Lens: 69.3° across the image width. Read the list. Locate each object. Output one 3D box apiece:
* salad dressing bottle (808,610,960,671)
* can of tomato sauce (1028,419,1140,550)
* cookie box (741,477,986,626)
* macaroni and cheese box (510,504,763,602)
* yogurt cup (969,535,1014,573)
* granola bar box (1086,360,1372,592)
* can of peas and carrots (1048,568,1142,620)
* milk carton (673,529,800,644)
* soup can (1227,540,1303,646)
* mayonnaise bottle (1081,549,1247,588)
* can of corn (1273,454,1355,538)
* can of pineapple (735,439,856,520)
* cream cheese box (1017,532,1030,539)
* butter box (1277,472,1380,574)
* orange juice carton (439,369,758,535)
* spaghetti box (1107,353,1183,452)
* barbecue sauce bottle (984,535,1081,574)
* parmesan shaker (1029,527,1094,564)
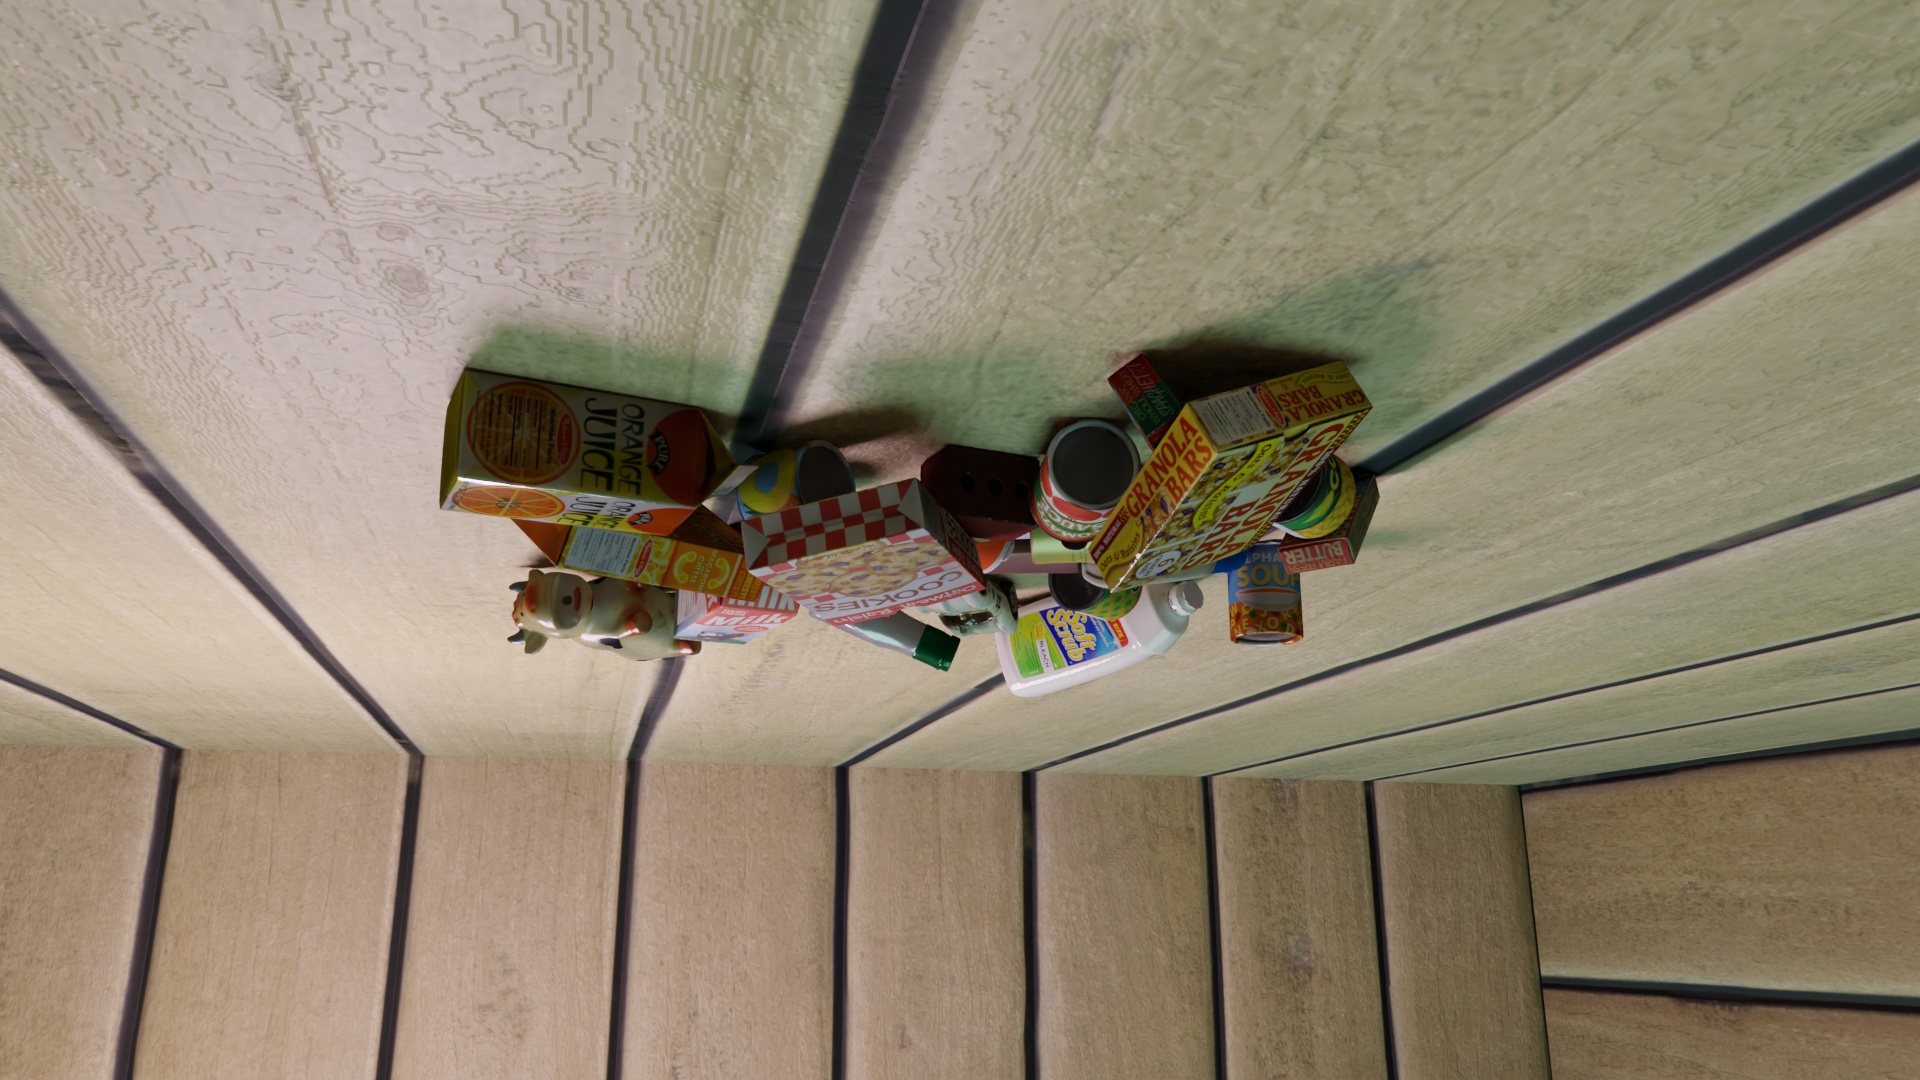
[{"bbox_3d":[-0.073,0.083,1.361,0.148,0.044,0.064,24,180,-1],"label":"salad dressing bottle"},{"bbox_3d":[0.085,-0.038,0.967,0.071,0.071,0.083,1,164,-5],"label":"can of tomato sauce"},{"bbox_3d":[-0.062,0.013,0.973,0.123,0.040,0.167,-14,161,11],"label":"cookie box"},{"bbox_3d":[-0.242,-0.006,1.033,0.166,0.040,0.124,15,-167,-42],"label":"macaroni and cheese box"},{"bbox_3d":[0.004,-0.013,1.075,0.054,0.072,0.072,19,157,-29],"label":"yogurt cup"},{"bbox_3d":[0.166,-0.036,0.874,0.124,0.039,0.164,-17,155,-27],"label":"granola bar box"},{"bbox_3d":[0.123,0.034,1.246,0.071,0.071,0.059,-12,161,36],"label":"can of peas and carrots"},{"bbox_3d":[-0.196,0.040,1.247,0.072,0.073,0.190,8,162,-25],"label":"milk carton"},{"bbox_3d":[0.277,0.049,1.262,0.071,0.084,0.071,0,164,0],"label":"soup can"},{"bbox_3d":[0.176,0.014,1.165,0.148,0.041,0.064,-6,-173,-33],"label":"mayonnaise bottle"},{"bbox_3d":[0.238,-0.040,0.974,0.071,0.071,0.058,-11,161,35],"label":"can of corn"},{"bbox_3d":[-0.116,-0.033,0.987,0.058,0.071,0.071,-12,161,34],"label":"can of pineapple"},{"bbox_3d":[0.089,-0.021,1.120,0.104,0.024,0.053,-2,163,7],"label":"cream cheese box"},{"bbox_3d":[0.275,-0.014,1.032,0.053,0.024,0.104,-11,-156,33],"label":"butter box"},{"bbox_3d":[-0.235,-0.052,0.912,0.193,0.073,0.071,7,161,-27],"label":"orange juice carton"},{"bbox_3d":[0.148,-0.056,0.932,0.028,0.050,0.249,-34,157,8],"label":"spaghetti box"},{"bbox_3d":[0.028,0.006,1.183,0.148,0.044,0.064,-1,165,6],"label":"barbecue sauce bottle"},{"bbox_3d":[0.106,-0.019,1.054,0.103,0.071,0.071,-1,164,7],"label":"parmesan shaker"}]
